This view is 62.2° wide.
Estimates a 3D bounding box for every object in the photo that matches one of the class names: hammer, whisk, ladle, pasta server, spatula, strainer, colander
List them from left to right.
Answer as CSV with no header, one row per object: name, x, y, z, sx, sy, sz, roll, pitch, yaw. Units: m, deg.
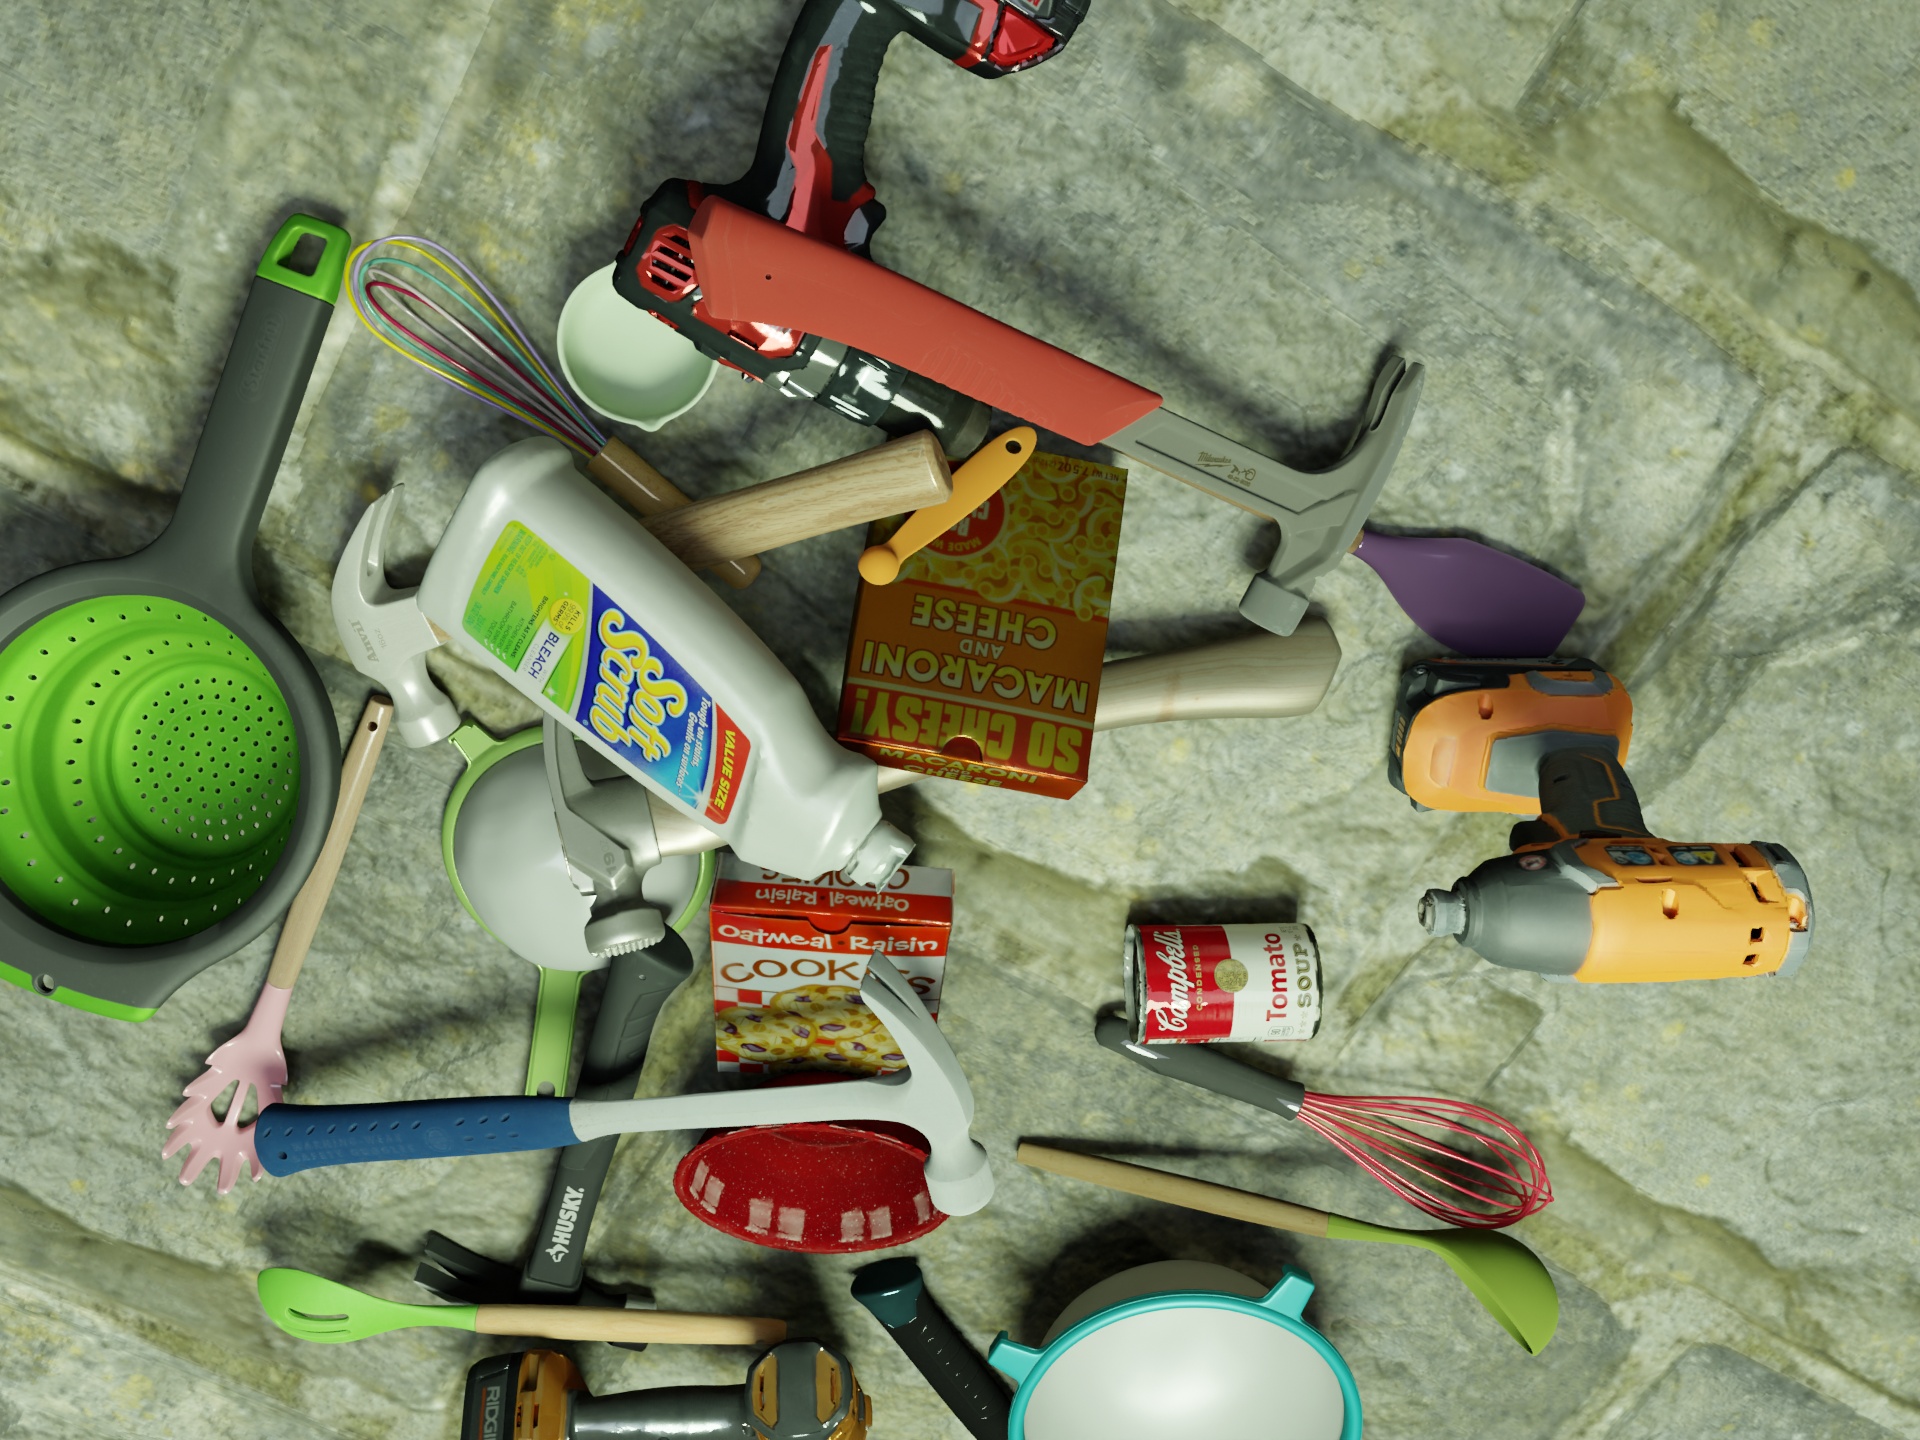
colander,-0.372,-0.054,0.800,0.204,0.094,0.397,21,93,1
pasta server,-0.374,0.128,0.889,0.060,0.040,0.316,21,108,-17
strainer,-0.222,0.130,0.878,0.151,0.069,0.256,10,109,-6
whisk,-0.199,-0.145,0.790,0.244,0.047,0.051,40,122,-19
hammer,-0.216,0.239,0.904,0.146,0.035,0.334,16,122,-8
hammer,-0.192,0.203,0.834,0.405,0.035,0.144,-8,114,15
hammer,-0.163,-0.083,0.783,0.331,0.031,0.130,-14,115,16
hammer,-0.001,-0.003,0.811,0.410,0.038,0.146,-14,77,-12
hammer,0.036,0.473,1.039,0.128,0.033,0.330,-31,109,8
hammer,0.049,-0.160,0.728,0.358,0.037,0.149,18,105,-26
strainer,0.152,0.464,1.009,0.211,0.095,0.340,-16,113,6
ladle,0.187,0.303,0.937,0.320,0.078,0.062,11,76,11
spatula,0.184,-0.102,0.834,0.315,0.018,0.059,22,115,-11
whisk,0.217,0.233,0.943,0.296,0.073,0.073,22,109,-4

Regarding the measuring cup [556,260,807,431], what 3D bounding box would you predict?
measuring cup,-0.113,-0.190,0.783,0.167,0.038,0.083,-10,104,-12

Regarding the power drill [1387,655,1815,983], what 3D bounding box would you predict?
power drill,0.283,0.047,0.779,0.164,0.227,0.084,-1,117,-2

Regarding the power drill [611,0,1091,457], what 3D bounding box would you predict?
power drill,-0.029,-0.246,0.725,0.187,0.080,0.226,27,103,-18

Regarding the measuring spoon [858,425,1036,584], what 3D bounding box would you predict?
measuring spoon,-0.004,-0.107,0.770,0.117,0.011,0.021,-43,84,-16

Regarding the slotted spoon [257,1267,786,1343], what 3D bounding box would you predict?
slotted spoon,-0.261,0.355,0.944,0.313,0.031,0.070,4,134,-3

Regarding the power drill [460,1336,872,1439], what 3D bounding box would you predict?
power drill,-0.166,0.430,0.965,0.226,0.084,0.185,-5,147,0
